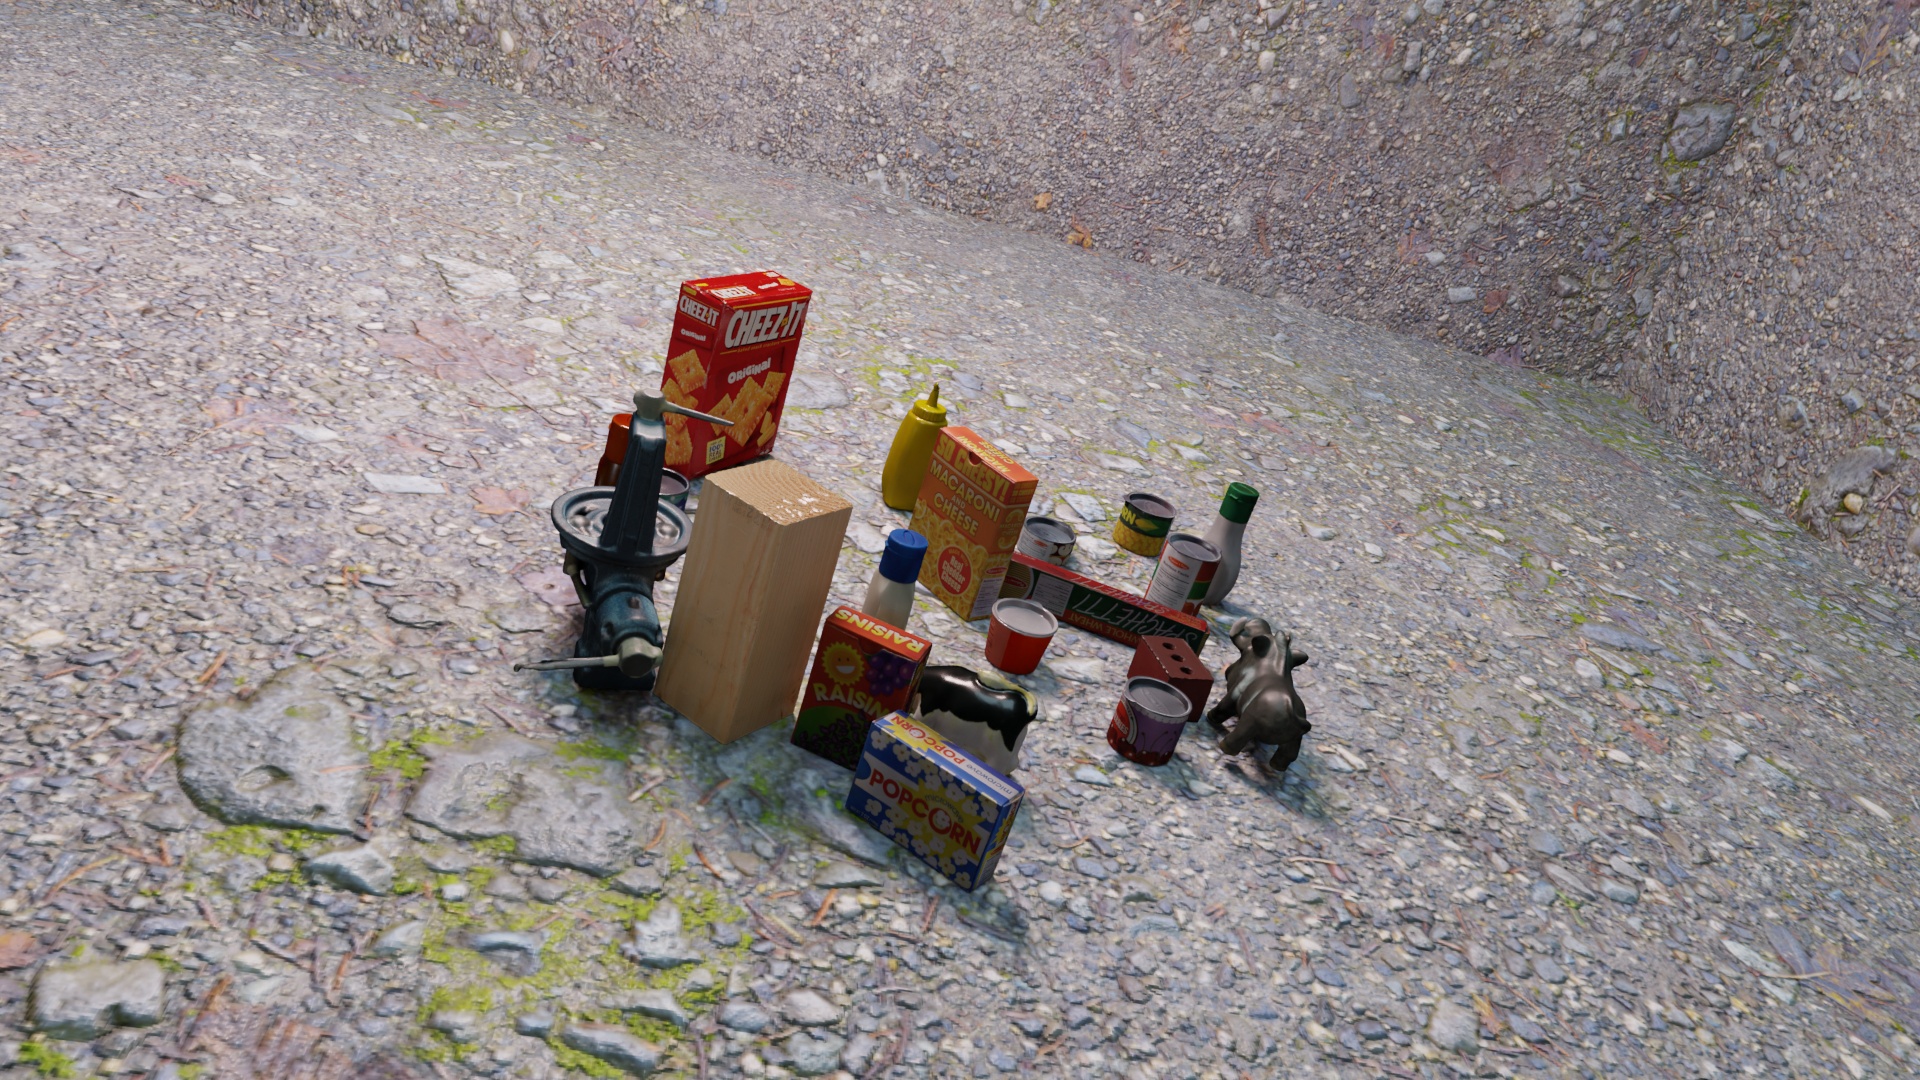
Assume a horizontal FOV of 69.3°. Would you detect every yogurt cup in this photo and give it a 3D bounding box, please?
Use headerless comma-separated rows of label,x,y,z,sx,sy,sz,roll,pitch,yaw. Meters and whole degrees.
yogurt cup,0.057,0.097,1.381,0.072,0.053,0.073,15,24,-7

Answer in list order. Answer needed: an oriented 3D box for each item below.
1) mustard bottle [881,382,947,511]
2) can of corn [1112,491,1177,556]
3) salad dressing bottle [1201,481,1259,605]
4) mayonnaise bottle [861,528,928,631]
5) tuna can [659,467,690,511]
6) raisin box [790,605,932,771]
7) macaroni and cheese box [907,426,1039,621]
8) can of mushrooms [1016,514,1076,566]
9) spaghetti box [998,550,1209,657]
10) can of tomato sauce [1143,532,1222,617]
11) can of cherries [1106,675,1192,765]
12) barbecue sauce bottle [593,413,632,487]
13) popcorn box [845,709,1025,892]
mustard bottle,-0.046,-0.113,1.621,0.065,0.159,0.049,6,27,-25
can of corn,0.228,-0.021,1.741,0.071,0.058,0.071,15,24,-7
salad dressing bottle,0.309,0.003,1.638,0.044,0.147,0.064,-9,35,-46
mayonnaise bottle,-0.066,0.061,1.257,0.041,0.147,0.065,11,25,-16
tuna can,-0.319,-0.049,1.453,0.071,0.032,0.071,15,24,-7
raisin box,-0.082,0.126,1.141,0.086,0.122,0.040,23,24,10
macaroni and cheese box,0.005,-0.018,1.451,0.040,0.165,0.124,-6,34,-43
can of mushrooms,0.103,0.000,1.640,0.071,0.033,0.071,15,24,-7
spaghetti box,0.143,0.071,1.499,0.250,0.050,0.029,20,24,4
can of tomato sauce,0.256,0.042,1.597,0.071,0.082,0.071,15,24,-7
can of cherries,0.174,0.169,1.305,0.071,0.058,0.072,15,24,-7
barbecue sauce bottle,-0.323,-0.046,1.305,0.044,0.147,0.065,12,25,-14
popcorn box,-0.020,0.200,1.074,0.127,0.084,0.038,29,26,23
